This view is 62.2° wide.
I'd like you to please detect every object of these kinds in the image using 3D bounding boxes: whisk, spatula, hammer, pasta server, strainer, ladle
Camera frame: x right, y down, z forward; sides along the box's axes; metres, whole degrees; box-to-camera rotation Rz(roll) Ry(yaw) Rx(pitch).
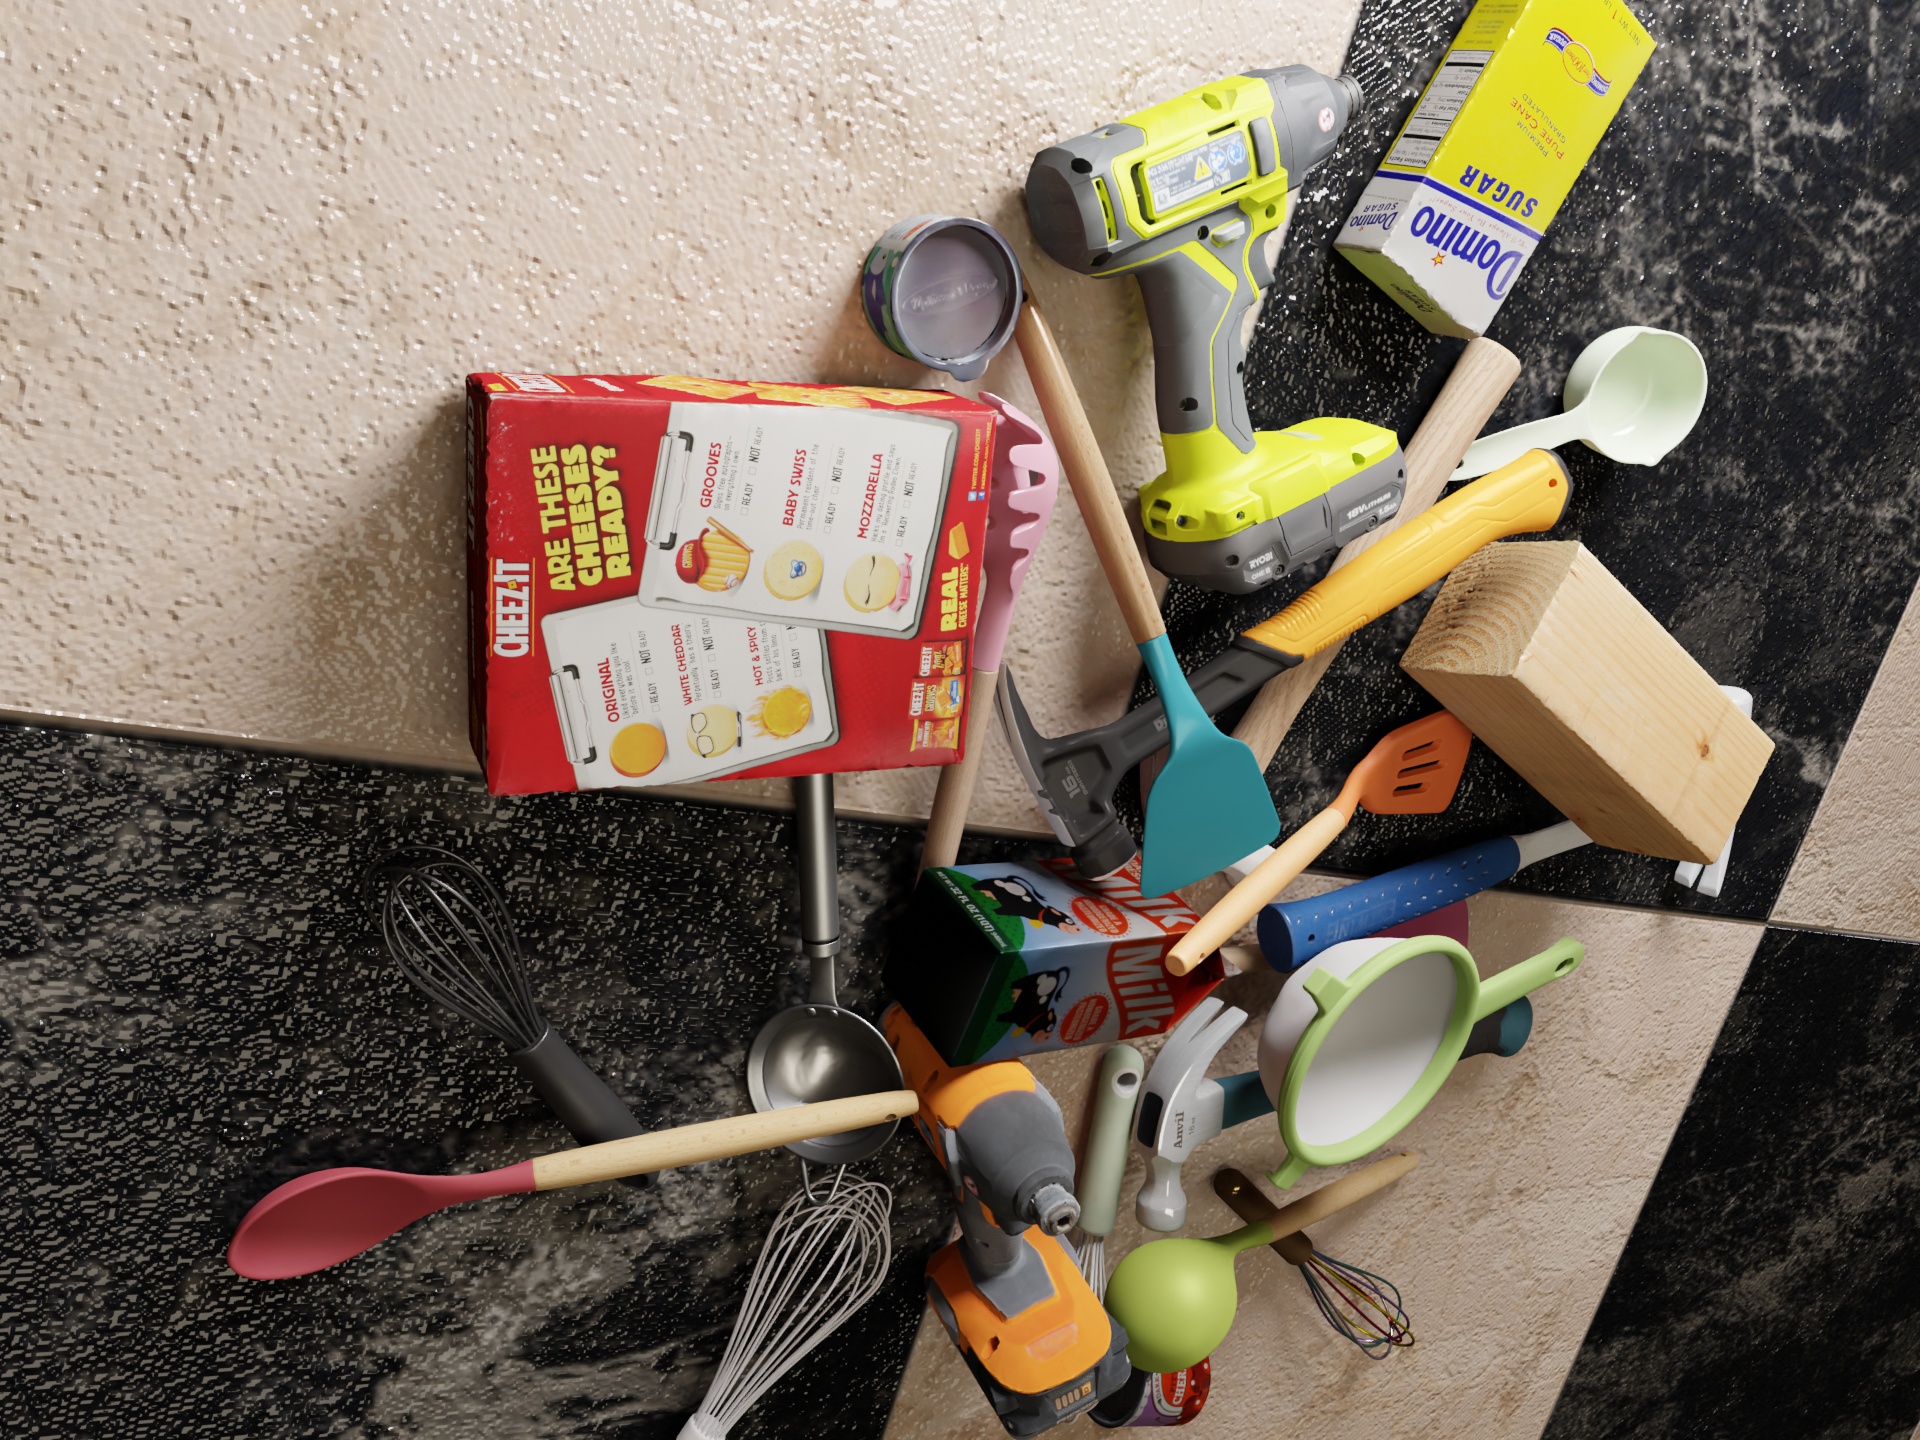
[{"bbox_3d":[0.242,0.367,1.074,0.051,0.047,0.244,-46,121,-5],"label":"whisk"},{"bbox_3d":[0.205,0.067,0.881,0.322,0.041,0.081,-30,134,-48],"label":"spatula"},{"bbox_3d":[0.245,0.220,1.005,0.331,0.033,0.128,-6,103,-33],"label":"hammer"},{"bbox_3d":[0.207,-0.063,0.882,0.130,0.031,0.331,29,94,-35],"label":"hammer"},{"bbox_3d":[-0.196,0.144,0.732,0.055,0.055,0.238,-35,127,-13],"label":"whisk"},{"bbox_3d":[0.176,-0.056,0.829,0.337,0.034,0.127,-31,106,-9],"label":"hammer"},{"bbox_3d":[-0.124,0.362,0.858,0.070,0.070,0.284,29,98,-35],"label":"whisk"},{"bbox_3d":[-0.001,-0.002,0.772,0.040,0.060,0.316,-2,119,-28],"label":"pasta server"},{"bbox_3d":[0.361,0.089,1.019,0.405,0.035,0.144,-14,111,-26],"label":"hammer"},{"bbox_3d":[-0.068,0.118,0.796,0.087,0.050,0.258,4,107,15],"label":"strainer"},{"bbox_3d":[-0.173,0.208,0.744,0.315,0.031,0.069,-8,136,-14],"label":"ladle"},{"bbox_3d":[0.078,0.310,0.956,0.057,0.059,0.246,6,102,-15],"label":"whisk"},{"bbox_3d":[0.077,-0.064,0.769,0.082,0.044,0.317,-24,101,-10],"label":"spatula"},{"bbox_3d":[0.203,0.324,0.991,0.320,0.078,0.062,-3,94,-46],"label":"ladle"},{"bbox_3d":[0.263,0.162,0.936,0.256,0.069,0.151,-16,124,-31],"label":"strainer"}]

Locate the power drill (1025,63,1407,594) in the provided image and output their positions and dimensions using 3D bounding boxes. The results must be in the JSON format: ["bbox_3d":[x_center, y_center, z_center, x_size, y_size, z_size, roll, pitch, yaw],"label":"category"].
[{"bbox_3d":[0.138,-0.190,0.767,0.171,0.080,0.223,-27,118,-17],"label":"power drill"}]

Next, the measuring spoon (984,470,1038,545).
[{"bbox_3d":[-0.008,-0.081,0.768,0.124,0.018,0.034,-42,122,0],"label":"measuring spoon"}]

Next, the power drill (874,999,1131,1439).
[{"bbox_3d":[0.026,0.268,0.837,0.084,0.164,0.226,-22,121,-17],"label":"power drill"}]

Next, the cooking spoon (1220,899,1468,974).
[{"bbox_3d":[0.191,0.142,0.965,0.318,0.017,0.069,-3,95,-28],"label":"cooking spoon"}]

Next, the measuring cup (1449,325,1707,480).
[{"bbox_3d":[0.346,-0.175,0.921,0.167,0.038,0.083,-20,116,-3],"label":"measuring cup"}]
